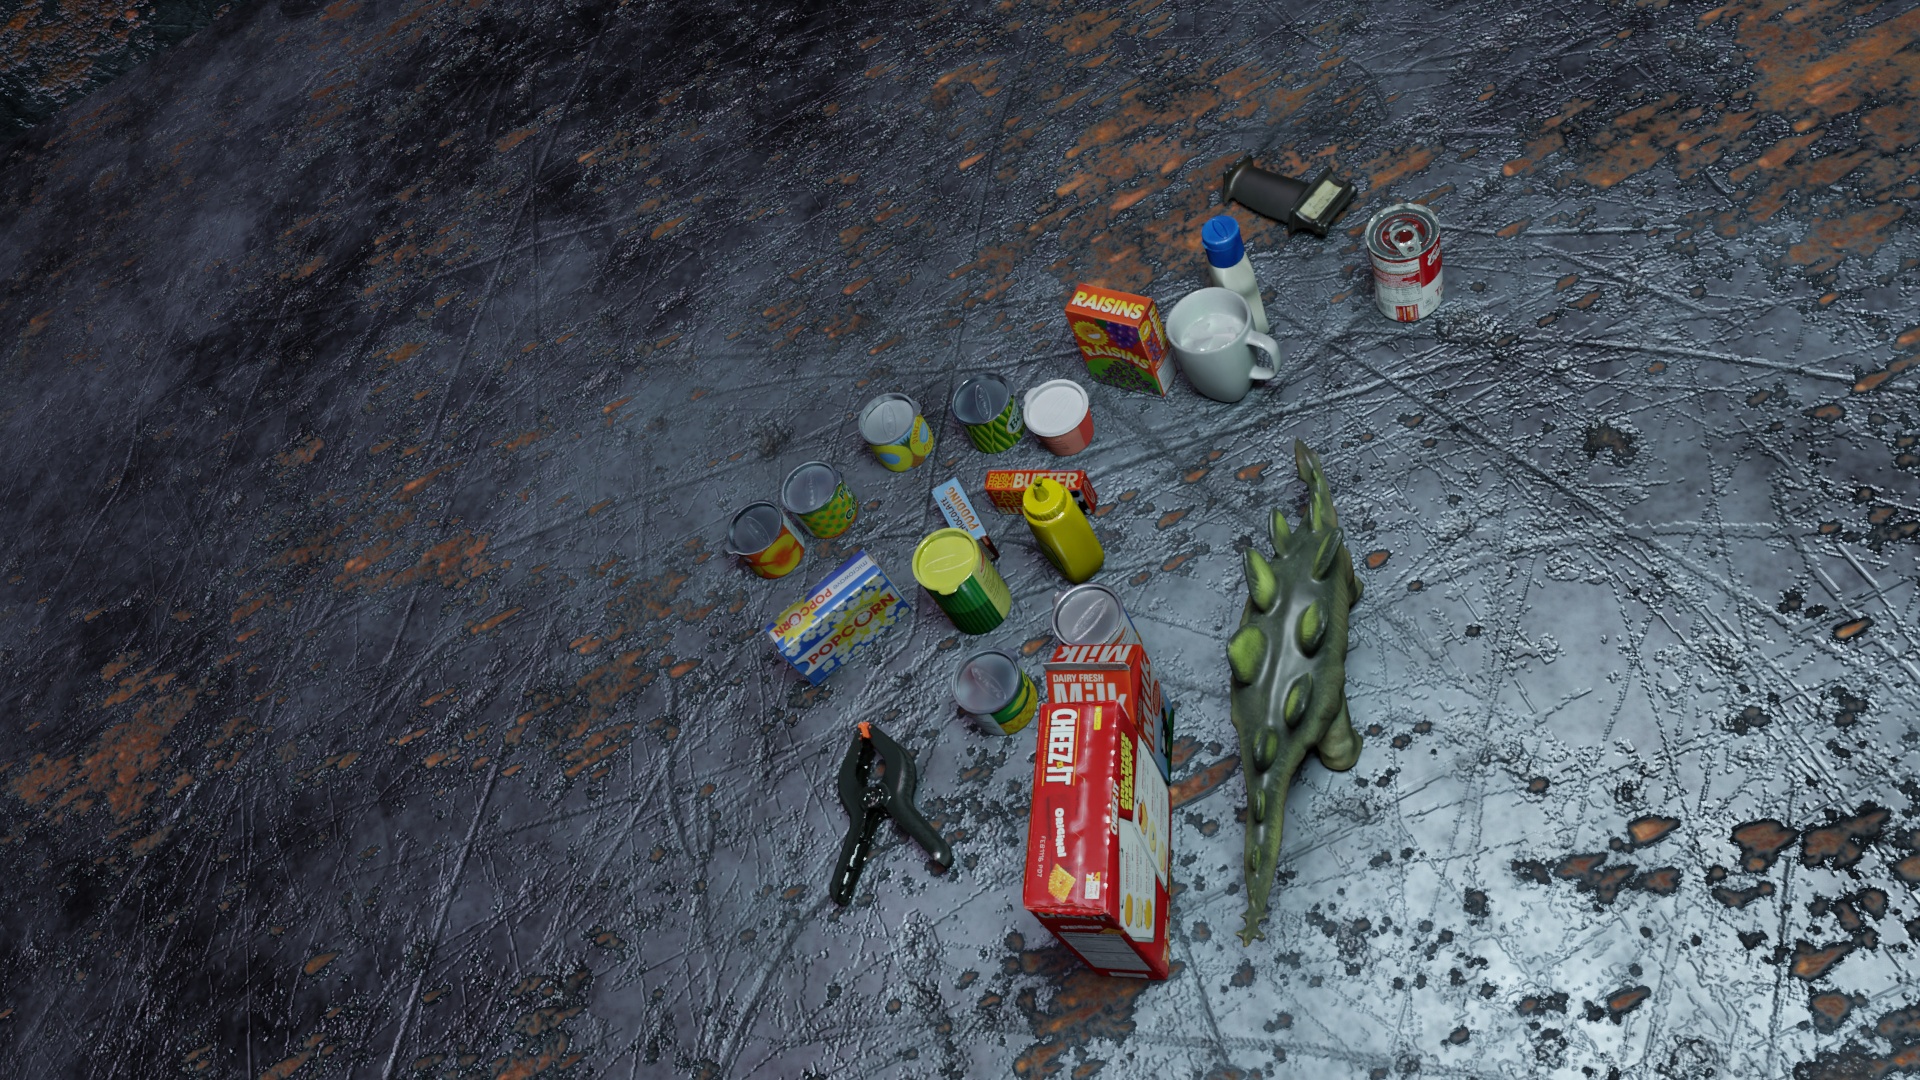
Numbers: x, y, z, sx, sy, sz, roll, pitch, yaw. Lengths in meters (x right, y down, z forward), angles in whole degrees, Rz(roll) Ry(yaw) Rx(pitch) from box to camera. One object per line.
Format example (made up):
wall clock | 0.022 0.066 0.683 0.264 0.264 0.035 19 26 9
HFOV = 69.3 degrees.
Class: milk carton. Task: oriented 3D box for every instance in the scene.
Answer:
milk carton | 0.127 0.142 1.173 0.072 0.190 0.074 -3 60 20

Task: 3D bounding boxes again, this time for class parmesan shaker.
parmesan shaker | 0.003 0.043 1.335 0.071 0.102 0.071 -10 58 16

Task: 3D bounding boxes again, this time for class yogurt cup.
yogurt cup | 0.104 -0.123 1.425 0.072 0.053 0.073 -10 58 16

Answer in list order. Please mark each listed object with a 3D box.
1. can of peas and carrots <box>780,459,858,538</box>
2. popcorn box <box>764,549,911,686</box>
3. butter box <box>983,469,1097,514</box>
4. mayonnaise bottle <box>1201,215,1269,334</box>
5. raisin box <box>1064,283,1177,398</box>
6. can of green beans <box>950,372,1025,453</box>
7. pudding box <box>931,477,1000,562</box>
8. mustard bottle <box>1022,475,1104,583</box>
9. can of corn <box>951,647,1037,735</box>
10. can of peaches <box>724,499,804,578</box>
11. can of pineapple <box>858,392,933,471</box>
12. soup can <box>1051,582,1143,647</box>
can of peas and carrots | -0.147 -0.044 1.475 0.071 0.058 0.071 -10 58 16
popcorn box | -0.120 0.077 1.375 0.127 0.085 0.038 -39 54 -4
butter box | 0.080 -0.048 1.390 0.103 0.053 0.024 1 62 22
mayonnaise bottle | 0.272 -0.262 1.383 0.041 0.147 0.065 -27 55 5
raisin box | 0.164 -0.202 1.406 0.086 0.123 0.040 19 70 30
can of green beans | 0.030 -0.133 1.459 0.071 0.057 0.071 -10 58 16
pudding box | 0.005 -0.018 1.404 0.030 0.049 0.084 -30 54 3
mustard bottle | 0.090 -0.018 1.302 0.049 0.159 0.065 -40 55 -4
can of corn | 0.035 0.140 1.292 0.071 0.058 0.071 -10 58 16
can of peaches | -0.208 0.001 1.473 0.071 0.058 0.071 -10 58 16
can of pineapple | -0.067 -0.115 1.486 0.071 0.057 0.071 -10 58 16
soup can | 0.125 0.085 1.274 0.071 0.083 0.071 -10 58 16
